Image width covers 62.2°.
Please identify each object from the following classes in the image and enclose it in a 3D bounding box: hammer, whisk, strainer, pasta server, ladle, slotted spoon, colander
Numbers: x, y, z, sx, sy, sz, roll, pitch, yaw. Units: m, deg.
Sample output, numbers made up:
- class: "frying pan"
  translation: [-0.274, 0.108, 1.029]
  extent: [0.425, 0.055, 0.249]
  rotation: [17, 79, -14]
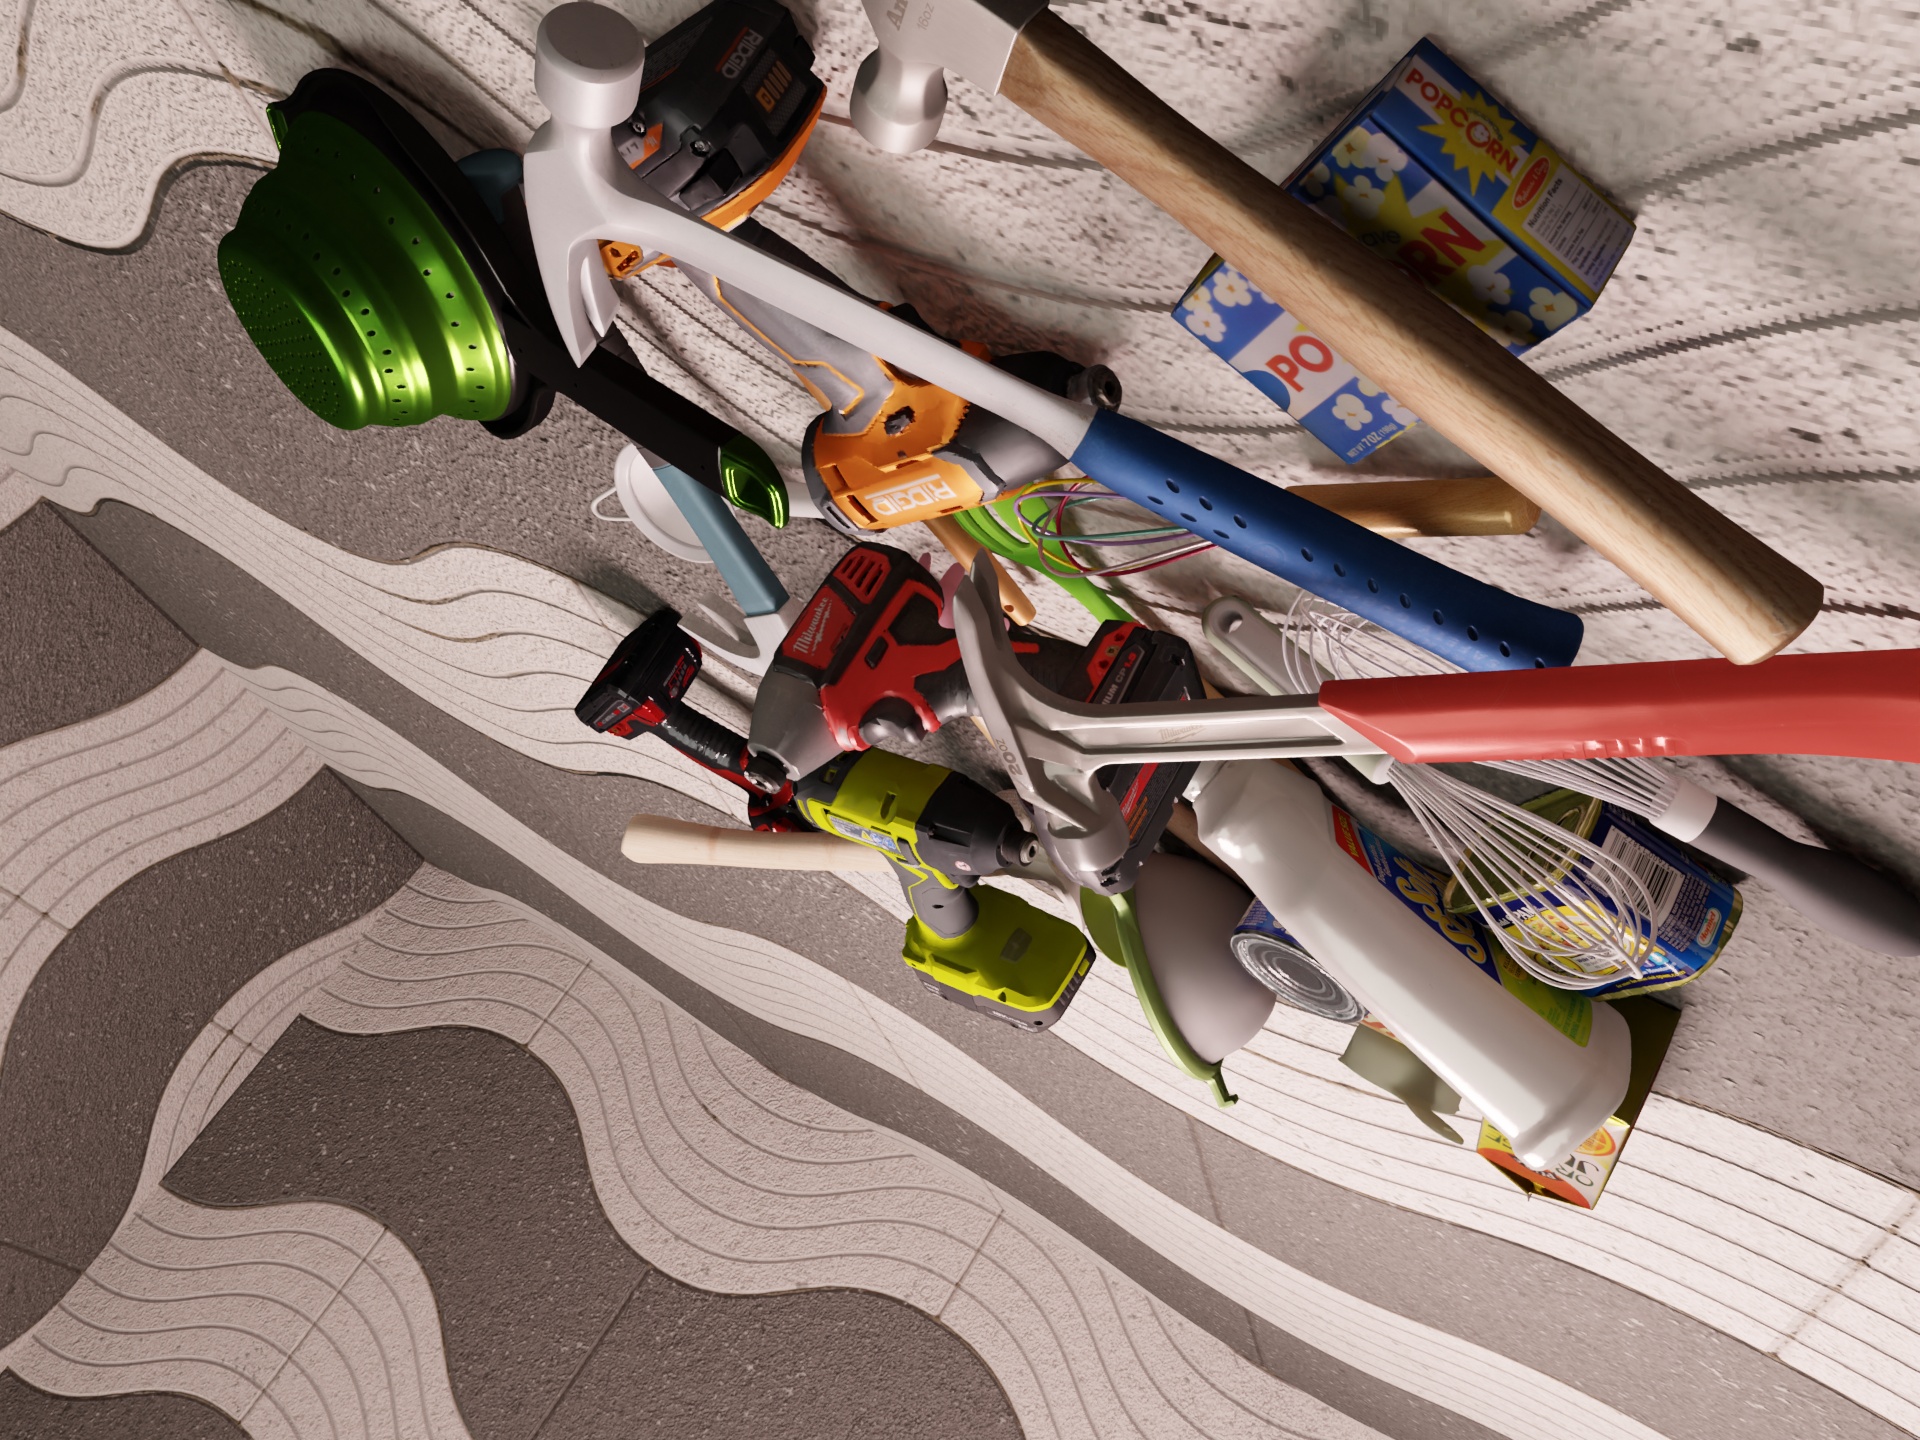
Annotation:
- class: "hammer"
  translation: [0.176, -0.008, 0.554]
  extent: [0.359, 0.037, 0.149]
  rotation: [-3, 130, 27]
- class: "whisk"
  translation: [0.190, 0.023, 0.678]
  extent: [0.247, 0.058, 0.059]
  rotation: [45, -176, 31]
- class: "hammer"
  translation: [0.033, -0.106, 0.574]
  extent: [0.405, 0.035, 0.144]
  rotation: [25, 151, -5]
- class: "hammer"
  translation: [-0.162, -0.153, 0.854]
  extent: [0.128, 0.033, 0.330]
  rotation: [-5, 126, 42]
- class: "strainer"
  translation: [0.129, 0.107, 0.939]
  extent: [0.069, 0.152, 0.256]
  rotation: [-20, 134, 20]
- class: "pasta server"
  translation: [0.086, 0.015, 0.928]
  extent: [0.316, 0.040, 0.060]
  rotation: [38, 159, -17]
- class: "strainer"
  translation: [-0.111, -0.126, 0.899]
  extent: [0.258, 0.050, 0.086]
  rotation: [9, 135, 38]
- class: "hammer"
  translation: [-0.096, 0.107, 1.231]
  extent: [0.411, 0.038, 0.146]
  rotation: [-1, 142, 33]
- class: "ladle"
  translation: [0.057, 0.064, 0.979]
  extent: [0.078, 0.062, 0.319]
  rotation: [37, 172, 42]
- class: "hammer"
  translation: [0.109, -0.128, 0.462]
  extent: [0.331, 0.031, 0.130]
  rotation: [38, 159, 1]
- class: "whisk"
  translation: [0.260, 0.019, 0.635]
  extent: [0.284, 0.070, 0.070]
  rotation: [28, 159, 3]
- class: "slotted spoon"
  translation: [0.100, -0.030, 0.804]
  extent: [0.313, 0.031, 0.070]
  rotation: [41, 161, -19]
- class: "colander"
  translation: [-0.251, -0.178, 0.789]
  extent: [0.397, 0.094, 0.204]
  rotation: [34, 150, 25]
- class: "whisk"
  translation: [0.118, -0.082, 0.648]
  extent: [0.245, 0.051, 0.047]
  rotation: [5, 110, 45]

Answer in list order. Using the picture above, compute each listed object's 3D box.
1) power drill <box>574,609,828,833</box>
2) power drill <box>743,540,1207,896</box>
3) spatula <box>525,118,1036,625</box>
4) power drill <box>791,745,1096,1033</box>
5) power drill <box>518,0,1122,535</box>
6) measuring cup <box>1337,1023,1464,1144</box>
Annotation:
- class: "power drill"
  translation: [-0.170, 0.015, 1.240]
  extent: [0.226, 0.080, 0.188]
  rotation: [38, 152, -17]
- class: "power drill"
  translation: [-0.001, -0.002, 0.779]
  extent: [0.220, 0.143, 0.078]
  rotation: [19, 155, 31]
- class: "spatula"
  translation: [-0.065, -0.152, 0.764]
  extent: [0.081, 0.041, 0.322]
  rotation: [-20, 125, 38]
- class: "power drill"
  translation: [0.002, 0.109, 1.040]
  extent: [0.171, 0.080, 0.223]
  rotation: [16, 150, 35]
- class: "power drill"
  translation: [-0.046, -0.172, 0.643]
  extent: [0.164, 0.084, 0.226]
  rotation: [-7, 138, 44]
- class: "measuring cup"
  translation: [0.281, 0.215, 0.957]
  extent: [0.083, 0.038, 0.167]
  rotation: [22, -177, 2]
